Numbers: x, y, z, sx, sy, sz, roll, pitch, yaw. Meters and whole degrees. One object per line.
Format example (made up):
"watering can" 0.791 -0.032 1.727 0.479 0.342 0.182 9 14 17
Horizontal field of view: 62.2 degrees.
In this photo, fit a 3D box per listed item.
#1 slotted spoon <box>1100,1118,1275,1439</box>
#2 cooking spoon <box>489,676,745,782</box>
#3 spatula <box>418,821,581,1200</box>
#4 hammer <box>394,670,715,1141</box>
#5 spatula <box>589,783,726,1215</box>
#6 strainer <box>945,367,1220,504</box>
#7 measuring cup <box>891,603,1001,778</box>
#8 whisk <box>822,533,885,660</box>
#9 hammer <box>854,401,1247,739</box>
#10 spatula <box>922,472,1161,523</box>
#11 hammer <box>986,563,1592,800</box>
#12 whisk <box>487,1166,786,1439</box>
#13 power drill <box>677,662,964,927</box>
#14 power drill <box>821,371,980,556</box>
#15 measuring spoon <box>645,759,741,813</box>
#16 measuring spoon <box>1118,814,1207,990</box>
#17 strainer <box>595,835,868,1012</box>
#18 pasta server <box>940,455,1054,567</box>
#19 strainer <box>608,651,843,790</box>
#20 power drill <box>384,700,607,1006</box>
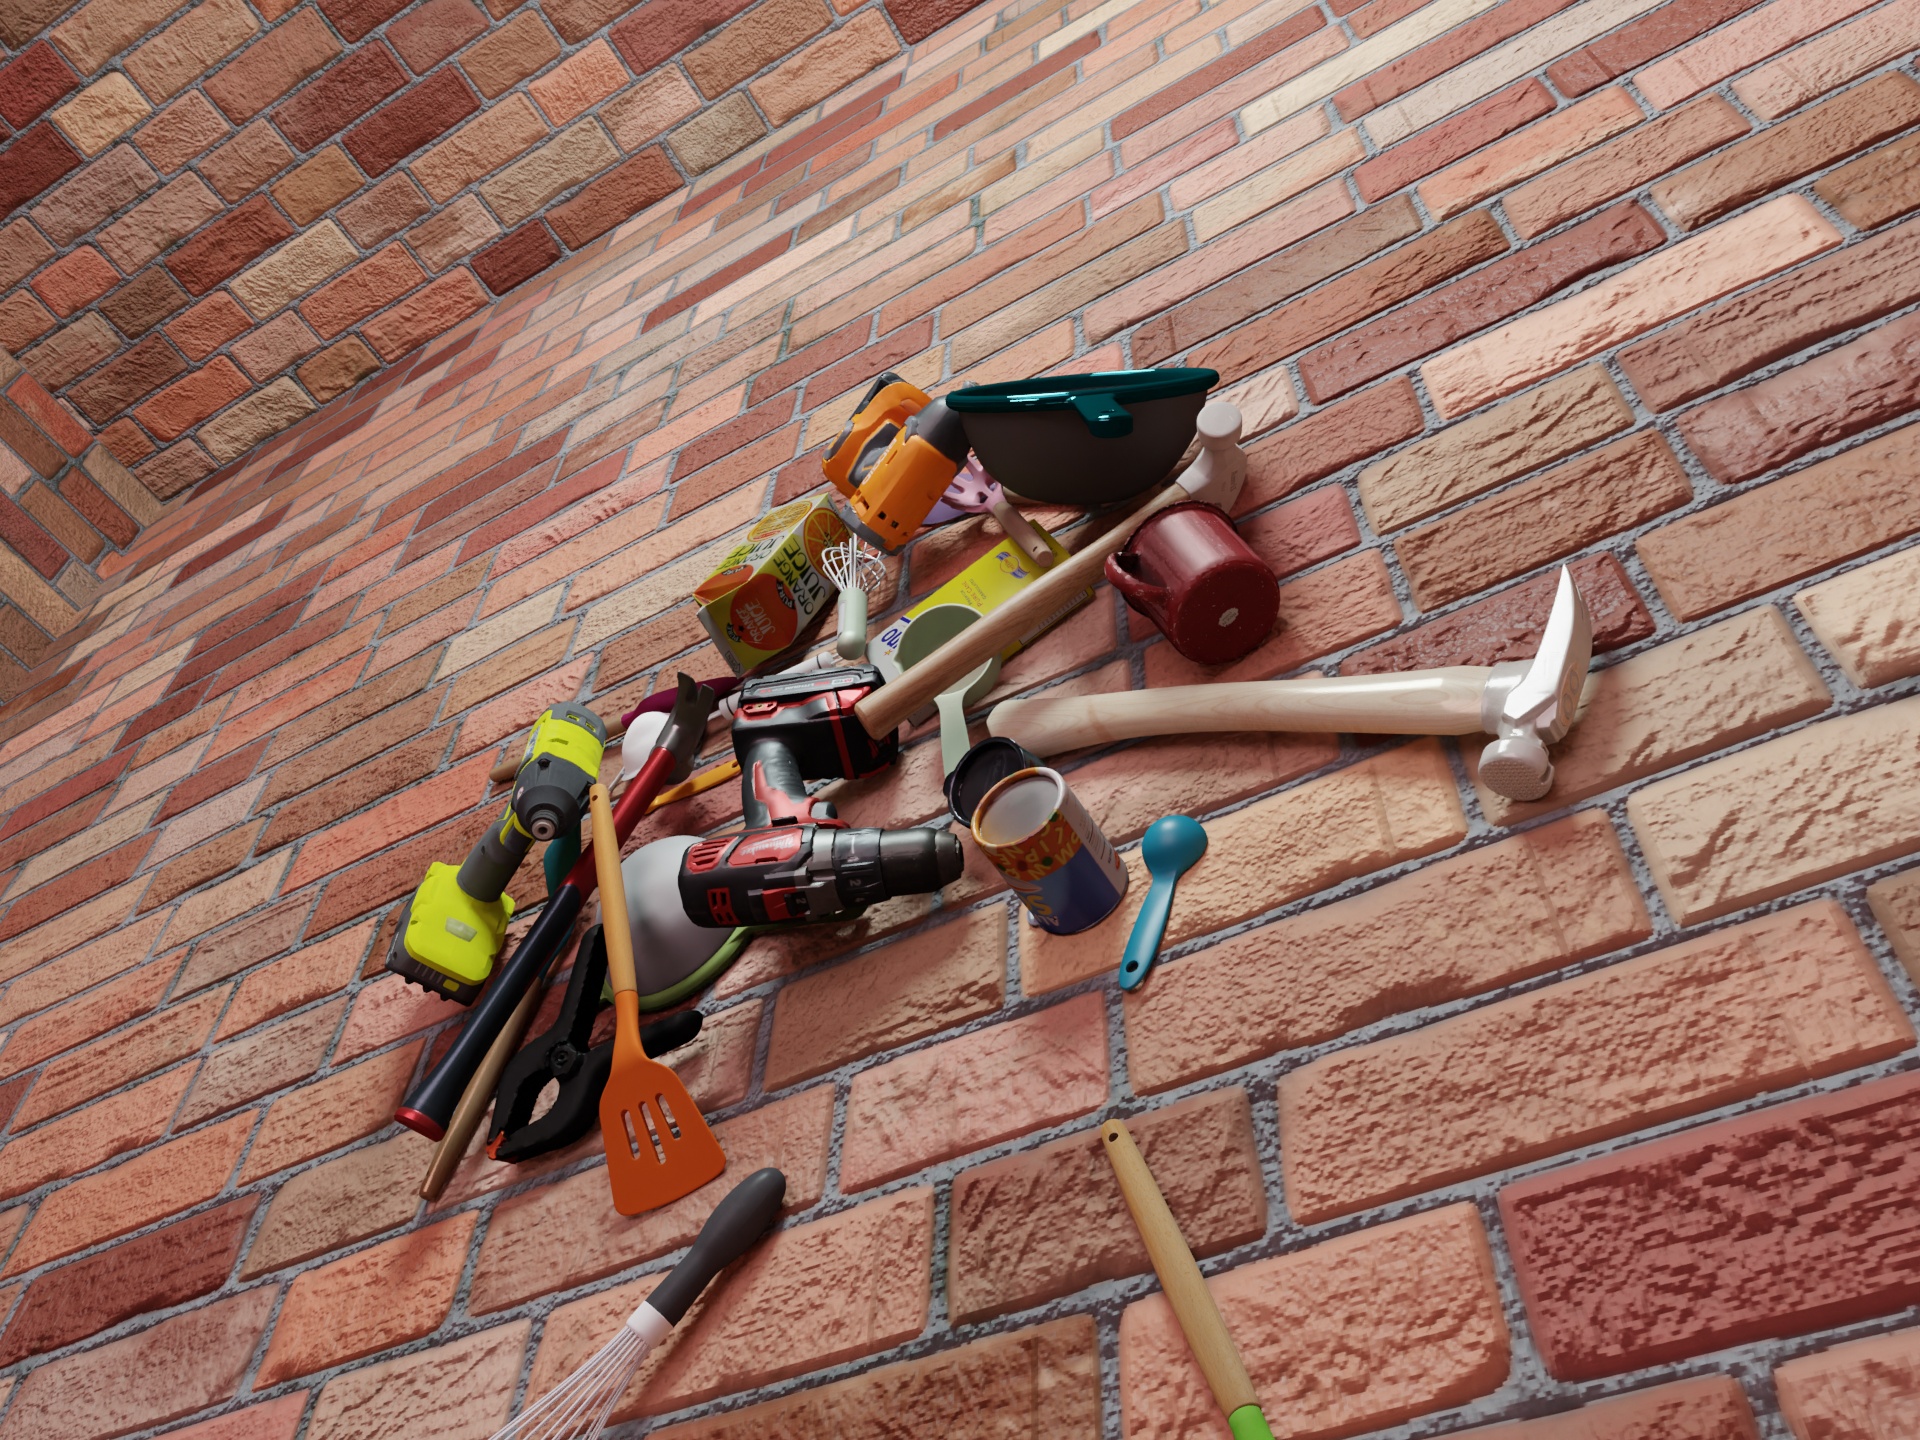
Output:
"slotted spoon" 0.113 0.286 0.700 0.070 0.031 0.314 -32 31 4
"cooking spoon" -0.326 0.009 1.471 0.319 0.068 0.017 -19 80 31
"spatula" -0.347 0.215 1.215 0.082 0.044 0.318 -40 24 44
"hammer" -0.293 0.132 1.183 0.386 0.038 0.143 -62 2 -34
"spatula" -0.224 0.170 1.075 0.081 0.041 0.323 -27 49 9
"strainer" 0.097 -0.199 1.173 0.211 0.095 0.340 -5 16 1
"measuring cup" -0.002 -0.004 1.155 0.083 0.038 0.168 -12 65 12
"whisk" -0.092 -0.104 1.343 0.246 0.059 0.057 -97 22 -66
"hammer" 0.067 -0.091 1.117 0.331 0.130 0.031 -36 63 -8
"spatula" 0.053 -0.196 1.386 0.316 0.018 0.060 7 62 49
"hammer" 0.185 -0.016 1.004 0.411 0.038 0.146 -3 49 43
"whisk" -0.194 0.360 0.877 0.070 0.070 0.285 10 49 49
"power drill" -0.088 0.054 1.114 0.188 0.080 0.227 -7 34 8
"power drill" -0.048 -0.247 1.431 0.164 0.084 0.227 -52 20 9
"measuring spoon" -0.225 0.052 1.338 0.117 0.011 0.021 -23 34 21
"measuring spoon" 0.112 0.102 0.940 0.042 0.021 0.129 -10 39 36
"strainer" -0.179 0.128 1.142 0.256 0.069 0.152 -11 40 37
"pasta server" 0.031 -0.168 1.273 0.060 0.040 0.316 -53 18 10
"strainer" -0.208 -0.009 1.378 0.258 0.050 0.087 -24 19 14
"power drill" -0.358 0.107 1.246 0.223 0.080 0.171 -53 19 17
